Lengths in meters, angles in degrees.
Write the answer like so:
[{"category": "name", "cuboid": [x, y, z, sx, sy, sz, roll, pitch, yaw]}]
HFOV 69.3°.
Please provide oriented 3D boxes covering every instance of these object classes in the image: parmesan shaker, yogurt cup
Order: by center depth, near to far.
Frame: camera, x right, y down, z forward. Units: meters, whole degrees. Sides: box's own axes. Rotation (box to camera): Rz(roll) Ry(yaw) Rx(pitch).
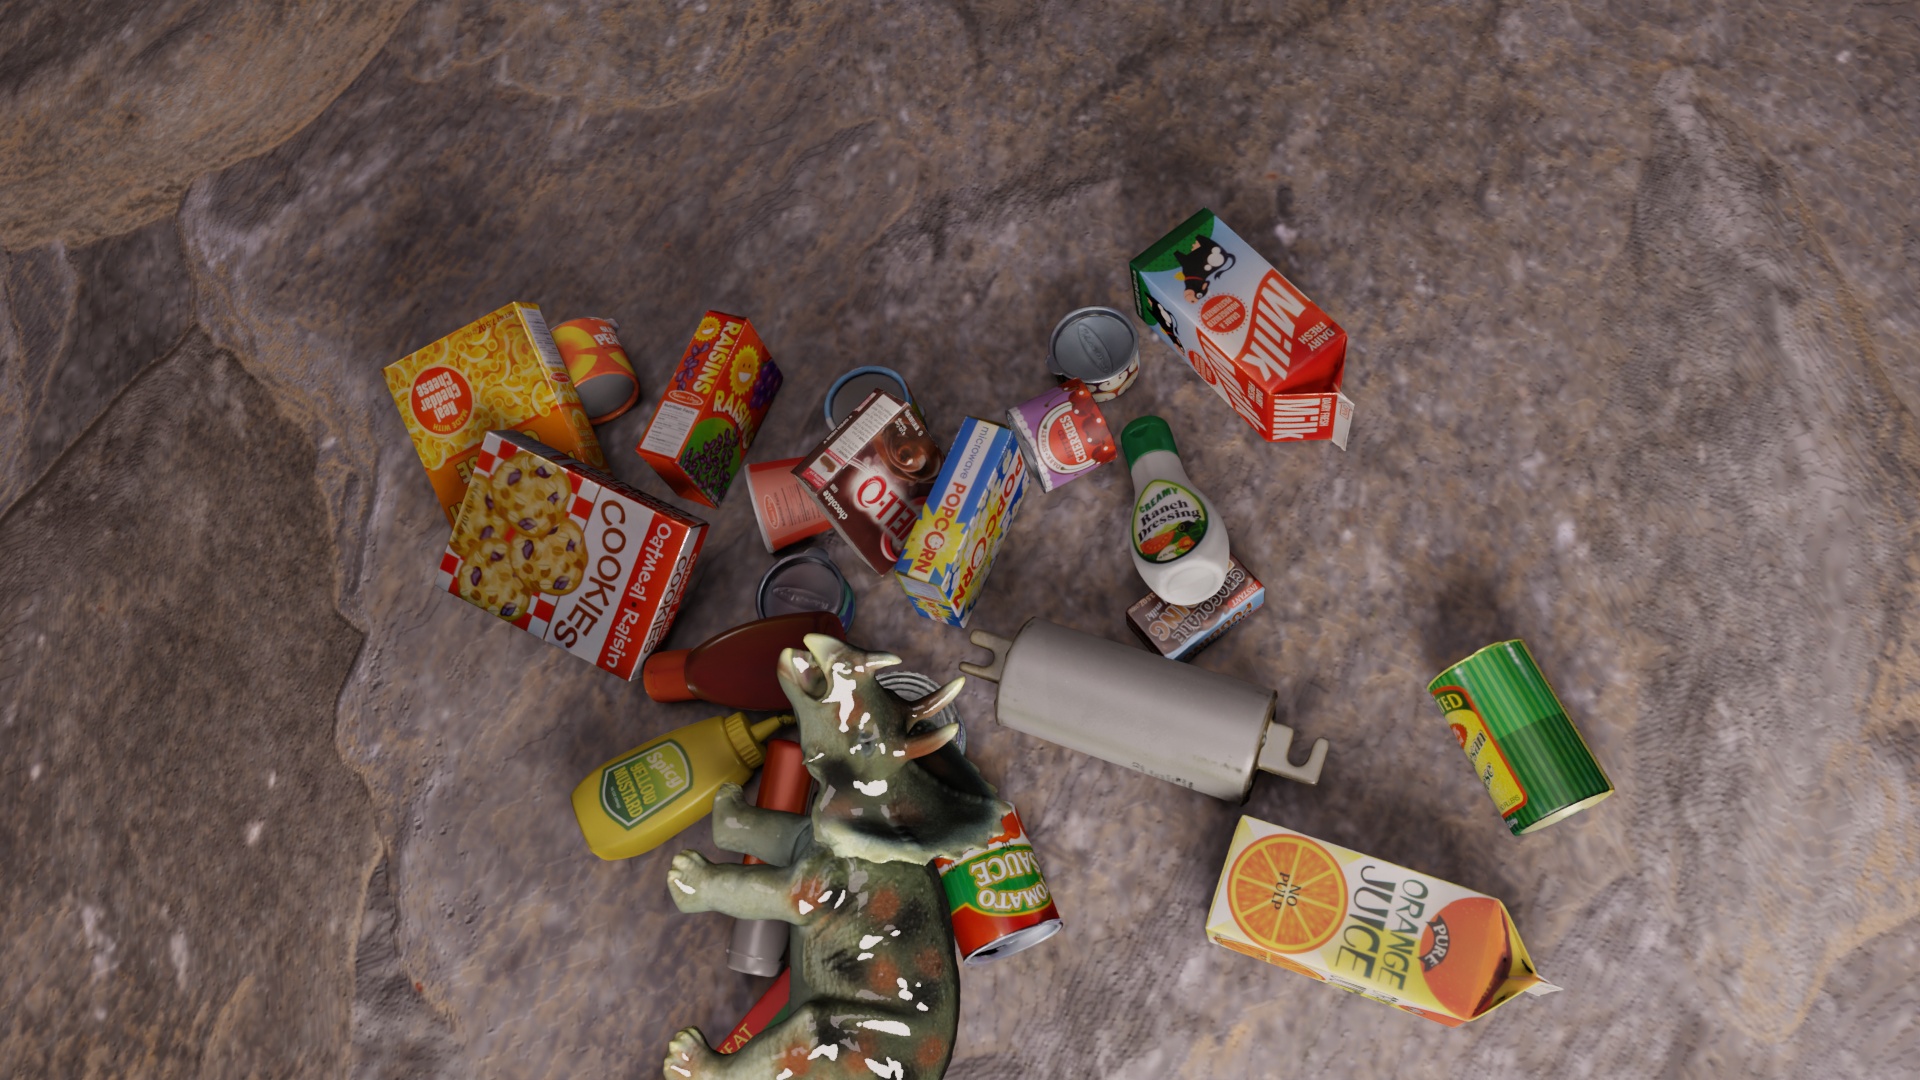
[{"category": "parmesan shaker", "cuboid": [0.341, 0.120, 0.848, 0.071, 0.071, 0.103, -24, 64, 1]}, {"category": "yogurt cup", "cuboid": [-0.123, -0.030, 1.013, 0.054, 0.072, 0.072, -16, 65, -4]}]

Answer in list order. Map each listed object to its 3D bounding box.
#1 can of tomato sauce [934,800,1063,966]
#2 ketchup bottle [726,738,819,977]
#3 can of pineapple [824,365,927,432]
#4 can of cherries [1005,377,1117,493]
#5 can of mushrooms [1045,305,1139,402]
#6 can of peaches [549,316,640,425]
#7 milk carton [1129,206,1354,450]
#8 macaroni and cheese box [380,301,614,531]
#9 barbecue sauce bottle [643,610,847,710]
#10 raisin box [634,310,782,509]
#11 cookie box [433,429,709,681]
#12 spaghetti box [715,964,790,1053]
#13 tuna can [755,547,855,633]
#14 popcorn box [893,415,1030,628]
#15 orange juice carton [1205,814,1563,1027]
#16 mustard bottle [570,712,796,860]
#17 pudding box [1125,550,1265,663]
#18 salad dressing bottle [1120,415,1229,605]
[{"category": "can of tomato sauce", "cuboid": [0.020, 0.214, 0.873, 0.071, 0.071, 0.083, -23, 64, 1]}, {"category": "ketchup bottle", "cuboid": [-0.120, 0.207, 0.911, 0.043, 0.064, 0.149, 11, 78, 5]}, {"category": "can of pineapple", "cuboid": [-0.061, -0.089, 1.028, 0.071, 0.057, 0.071, -4, 66, 10]}, {"category": "can of cherries", "cuboid": [0.072, -0.075, 0.988, 0.058, 0.071, 0.072, -26, 64, -1]}, {"category": "can of mushrooms", "cuboid": [0.098, -0.137, 1.031, 0.071, 0.033, 0.071, -4, 67, 9]}, {"category": "can of peaches", "cuboid": [-0.290, -0.133, 1.089, 0.071, 0.071, 0.058, -29, 65, -2]}, {"category": "milk carton", "cuboid": [0.210, -0.142, 0.989, 0.073, 0.072, 0.191, -37, 65, -6]}, {"category": "macaroni and cheese box", "cuboid": [-0.342, -0.077, 1.043, 0.123, 0.040, 0.166, -23, 91, 13]}, {"category": "barbecue sauce bottle", "cuboid": [-0.150, 0.088, 0.959, 0.148, 0.044, 0.065, -9, 90, 25]}, {"category": "raisin box", "cuboid": [-0.185, -0.098, 1.042, 0.040, 0.086, 0.124, 16, 71, 19]}, {"category": "cookie box", "cuboid": [-0.279, 0.010, 0.998, 0.167, 0.040, 0.122, 25, 100, 9]}, {"category": "spaghetti box", "cuboid": [-0.141, 0.344, 0.871, 0.050, 0.028, 0.250, 39, 79, 23]}, {"category": "tuna can", "cuboid": [-0.109, 0.043, 0.994, 0.071, 0.032, 0.071, -4, 66, 10]}, {"category": "popcorn box", "cuboid": [0.003, -0.012, 0.966, 0.038, 0.085, 0.127, 19, 72, 18]}, {"category": "orange juice carton", "cuboid": [0.248, 0.231, 0.818, 0.193, 0.071, 0.073, 16, 72, 18]}, {"category": "mustard bottle", "cuboid": [-0.185, 0.157, 0.950, 0.160, 0.048, 0.065, -30, 66, -2]}, {"category": "pudding box", "cuboid": [0.159, 0.045, 0.940, 0.084, 0.030, 0.050, -36, 65, -5]}, {"category": "salad dressing bottle", "cuboid": [0.141, -0.024, 0.947, 0.064, 0.044, 0.148, -26, 44, 16]}]
